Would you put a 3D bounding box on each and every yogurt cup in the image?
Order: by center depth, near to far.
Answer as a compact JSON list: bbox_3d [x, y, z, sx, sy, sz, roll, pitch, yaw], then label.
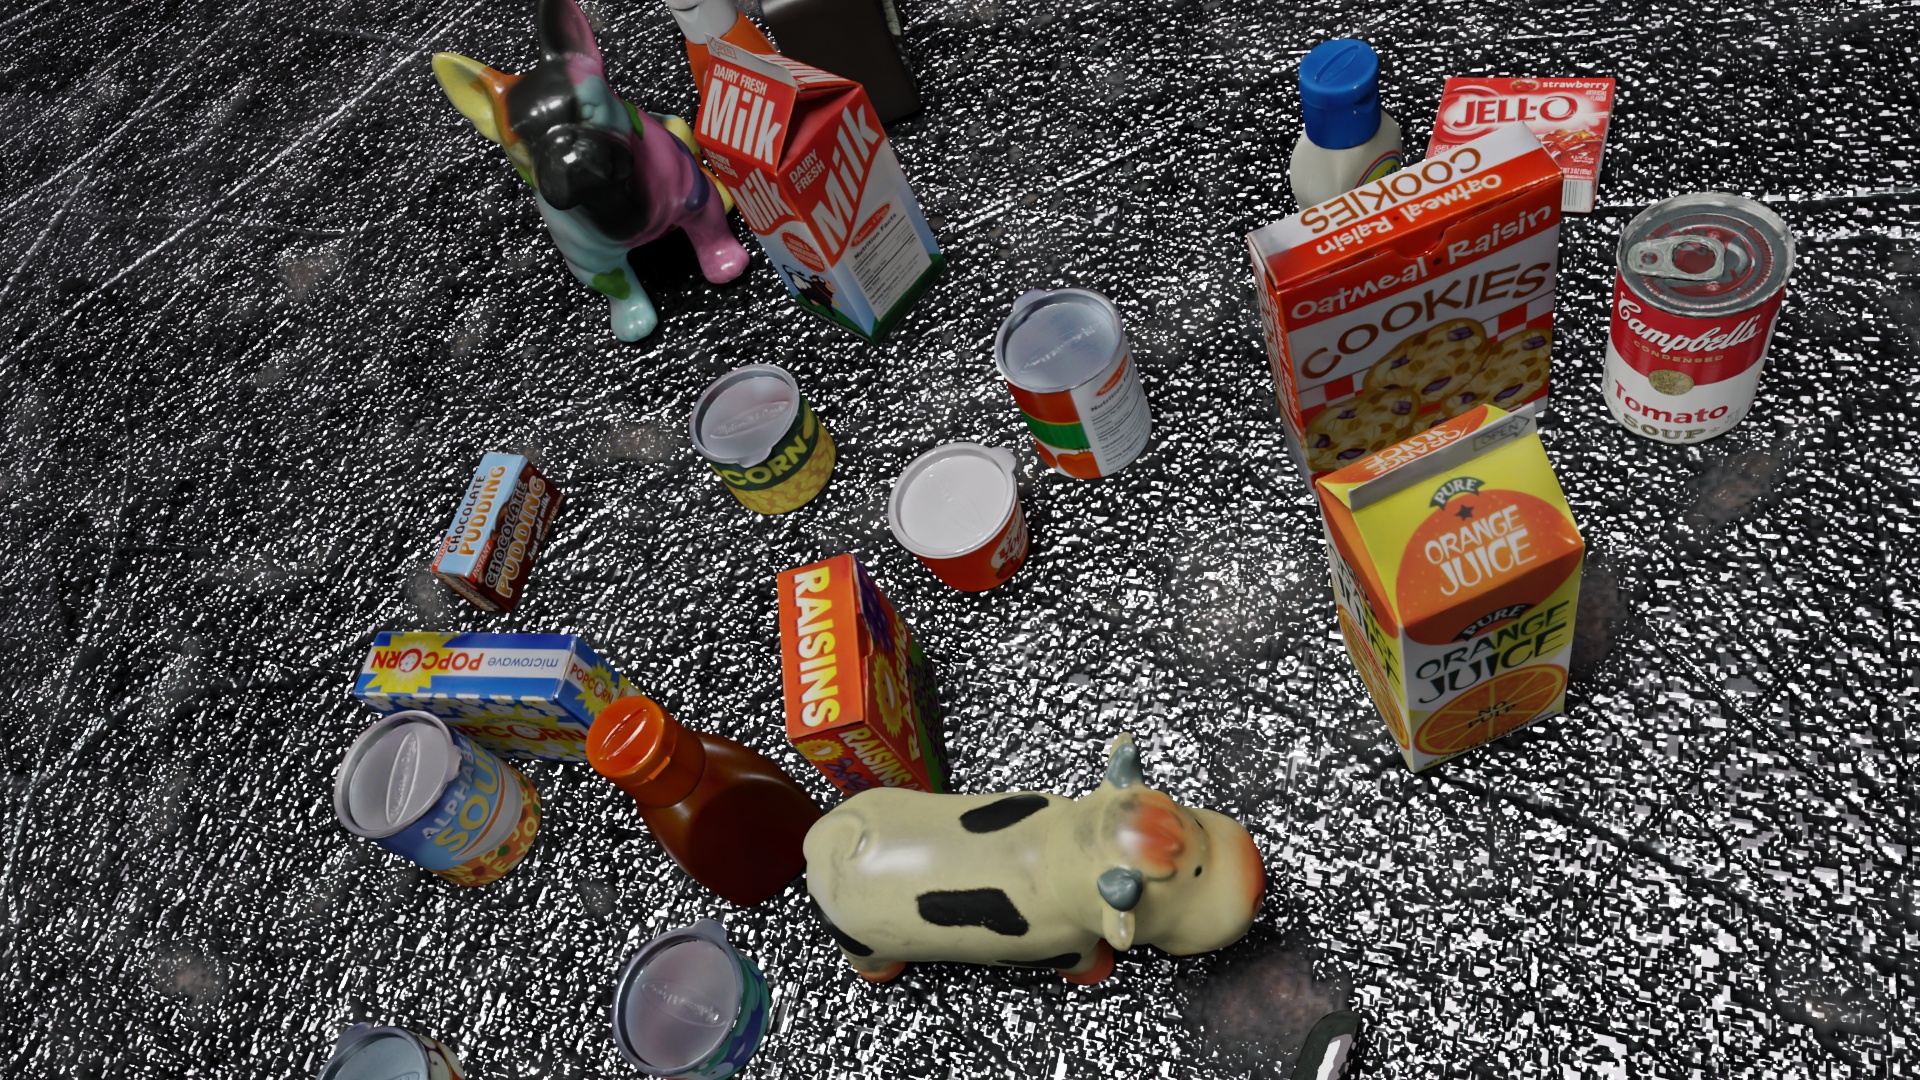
[{"bbox_3d":[0.003,-0.009,0.721,0.072,0.053,0.073,-9,57,15],"label":"yogurt cup"}]

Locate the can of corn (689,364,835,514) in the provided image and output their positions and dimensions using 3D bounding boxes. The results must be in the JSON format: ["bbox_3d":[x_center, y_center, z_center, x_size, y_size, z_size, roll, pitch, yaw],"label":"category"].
[{"bbox_3d":[-0.110,-0.054,0.787,0.071,0.058,0.071,-9,57,15],"label":"can of corn"}]

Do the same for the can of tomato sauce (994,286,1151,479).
[{"bbox_3d":[0.059,-0.082,0.727,0.071,0.082,0.071,-9,57,15],"label":"can of tomato sauce"}]

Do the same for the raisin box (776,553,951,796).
[{"bbox_3d":[-0.042,0.074,0.643,0.040,0.123,0.086,-15,56,11],"label":"raisin box"}]

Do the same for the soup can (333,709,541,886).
[{"bbox_3d":[-0.262,0.133,0.709,0.071,0.083,0.071,-9,57,15],"label":"soup can"}]

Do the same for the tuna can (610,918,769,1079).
[{"bbox_3d":[-0.123,0.213,0.641,0.071,0.032,0.071,-9,57,15],"label":"tuna can"}]

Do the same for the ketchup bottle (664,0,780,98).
[{"bbox_3d":[-0.145,-0.306,0.900,0.065,0.148,0.044,-2,60,19],"label":"ketchup bottle"}]

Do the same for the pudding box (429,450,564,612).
[{"bbox_3d":[-0.273,-0.005,0.820,0.030,0.049,0.084,5,62,23],"label":"pudding box"}]

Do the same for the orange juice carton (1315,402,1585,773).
[{"bbox_3d":[0.193,0.016,0.552,0.072,0.192,0.073,-24,55,5],"label":"orange juice carton"}]

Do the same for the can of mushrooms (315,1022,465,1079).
[{"bbox_3d":[-0.273,0.266,0.662,0.071,0.033,0.071,-9,57,15],"label":"can of mushrooms"}]

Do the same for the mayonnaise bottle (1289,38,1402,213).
[{"bbox_3d":[0.196,-0.183,0.701,0.065,0.147,0.041,-44,56,-9],"label":"mayonnaise bottle"}]

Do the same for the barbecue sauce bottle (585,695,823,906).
[{"bbox_3d":[-0.115,0.116,0.627,0.044,0.148,0.065,36,77,33],"label":"barbecue sauce bottle"}]

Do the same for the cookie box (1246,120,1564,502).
[{"bbox_3d":[0.204,-0.096,0.632,0.123,0.166,0.040,-22,55,6],"label":"cookie box"}]

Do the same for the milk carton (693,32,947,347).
[{"bbox_3d":[-0.083,-0.204,0.789,0.072,0.190,0.073,31,74,32],"label":"milk carton"}]

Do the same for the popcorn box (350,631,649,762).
[{"bbox_3d":[-0.238,0.083,0.731,0.126,0.085,0.038,-1,60,20],"label":"popcorn box"}]
